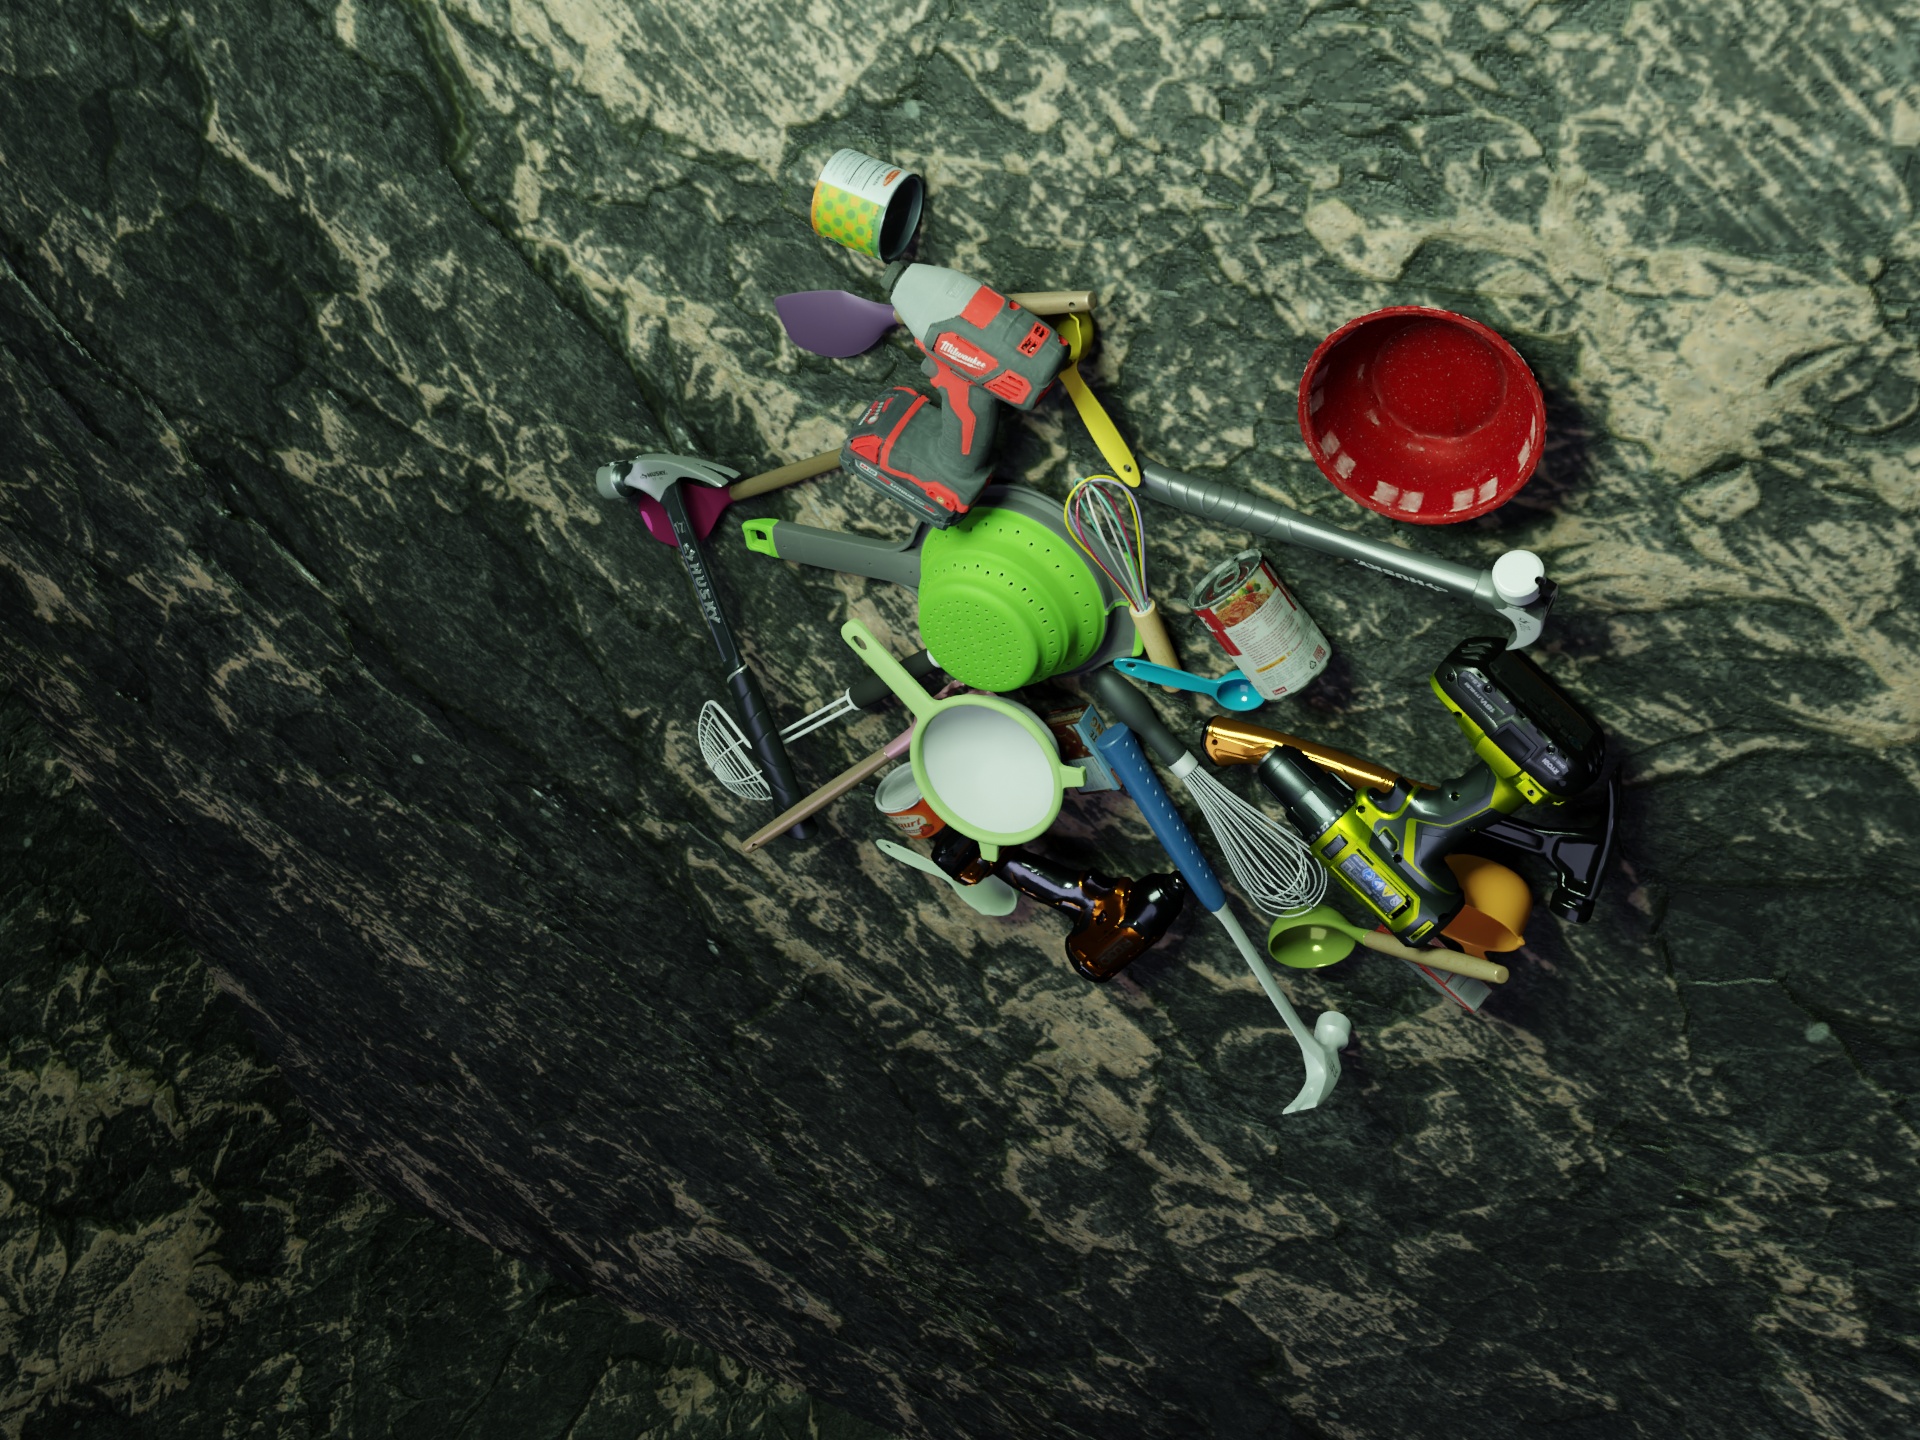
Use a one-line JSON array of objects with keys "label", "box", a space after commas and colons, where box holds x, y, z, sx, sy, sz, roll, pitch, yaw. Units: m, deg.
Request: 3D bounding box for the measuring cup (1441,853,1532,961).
[{"label": "measuring cup", "box": [0.442, 0.168, 1.346, 0.095, 0.052, 0.173, 16, 159, 32]}]

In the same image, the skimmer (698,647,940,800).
[{"label": "skimmer", "box": [-0.135, -0.013, 1.593, 0.363, 0.090, 0.127, -26, 103, 37]}]

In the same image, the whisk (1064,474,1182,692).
[{"label": "whisk", "box": [0.135, -0.104, 1.269, 0.051, 0.047, 0.244, 25, 156, 40]}]

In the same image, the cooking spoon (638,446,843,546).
[{"label": "cooking spoon", "box": [-0.187, -0.212, 1.441, 0.319, 0.017, 0.068, -9, 115, 42]}]

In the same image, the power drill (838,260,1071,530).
[{"label": "power drill", "box": [-0.014, -0.248, 1.195, 0.143, 0.079, 0.219, 33, 152, -1]}]

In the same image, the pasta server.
[{"label": "pasta server", "box": [-0.091, 0.049, 1.522, 0.316, 0.040, 0.060, -33, 111, 20]}]

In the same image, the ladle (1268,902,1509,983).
[{"label": "ladle", "box": [0.353, 0.198, 1.325, 0.078, 0.062, 0.320, 17, 176, -15]}]

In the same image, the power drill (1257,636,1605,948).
[{"label": "power drill", "box": [0.350, 0.044, 1.213, 0.190, 0.080, 0.228, 46, 129, 10]}]

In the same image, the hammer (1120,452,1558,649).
[{"label": "hammer", "box": [0.263, -0.131, 1.148, 0.335, 0.035, 0.146, 24, 177, 28]}]

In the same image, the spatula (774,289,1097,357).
[{"label": "spatula", "box": [-0.026, -0.307, 1.207, 0.316, 0.018, 0.059, 8, 134, 41]}]

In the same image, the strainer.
[{"label": "strainer", "box": [-0.002, -0.005, 1.436, 0.256, 0.069, 0.151, 46, 129, 1]}]

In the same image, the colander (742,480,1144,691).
[{"label": "colander", "box": [-0.040, -0.109, 1.375, 0.397, 0.094, 0.204, 14, 136, 25]}]

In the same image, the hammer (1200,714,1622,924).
[{"label": "hammer", "box": [0.352, 0.051, 1.282, 0.337, 0.034, 0.127, 19, 116, 27]}]

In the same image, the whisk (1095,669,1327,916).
[{"label": "whisk", "box": [0.218, 0.061, 1.395, 0.284, 0.070, 0.070, 48, 140, -6]}]

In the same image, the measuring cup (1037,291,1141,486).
[{"label": "measuring cup", "box": [0.097, -0.245, 1.177, 0.062, 0.029, 0.156, -19, 108, 47]}]

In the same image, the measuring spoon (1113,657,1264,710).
[{"label": "measuring spoon", "box": [0.190, -0.039, 1.313, 0.128, 0.021, 0.042, 14, 142, -2]}]

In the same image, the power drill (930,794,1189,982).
[{"label": "power drill", "box": [0.103, 0.145, 1.536, 0.226, 0.084, 0.164, 37, 132, -7]}]

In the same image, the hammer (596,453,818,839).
[{"label": "hammer", "box": [-0.215, -0.063, 1.522, 0.149, 0.036, 0.408, -2, 118, 34]}]

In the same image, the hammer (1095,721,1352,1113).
[{"label": "hammer", "box": [0.240, 0.179, 1.452, 0.035, 0.144, 0.405, -24, 106, 34]}]

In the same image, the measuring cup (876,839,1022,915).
[{"label": "measuring cup", "box": [-0.008, 0.147, 1.655, 0.168, 0.038, 0.083, 21, 139, 21]}]
